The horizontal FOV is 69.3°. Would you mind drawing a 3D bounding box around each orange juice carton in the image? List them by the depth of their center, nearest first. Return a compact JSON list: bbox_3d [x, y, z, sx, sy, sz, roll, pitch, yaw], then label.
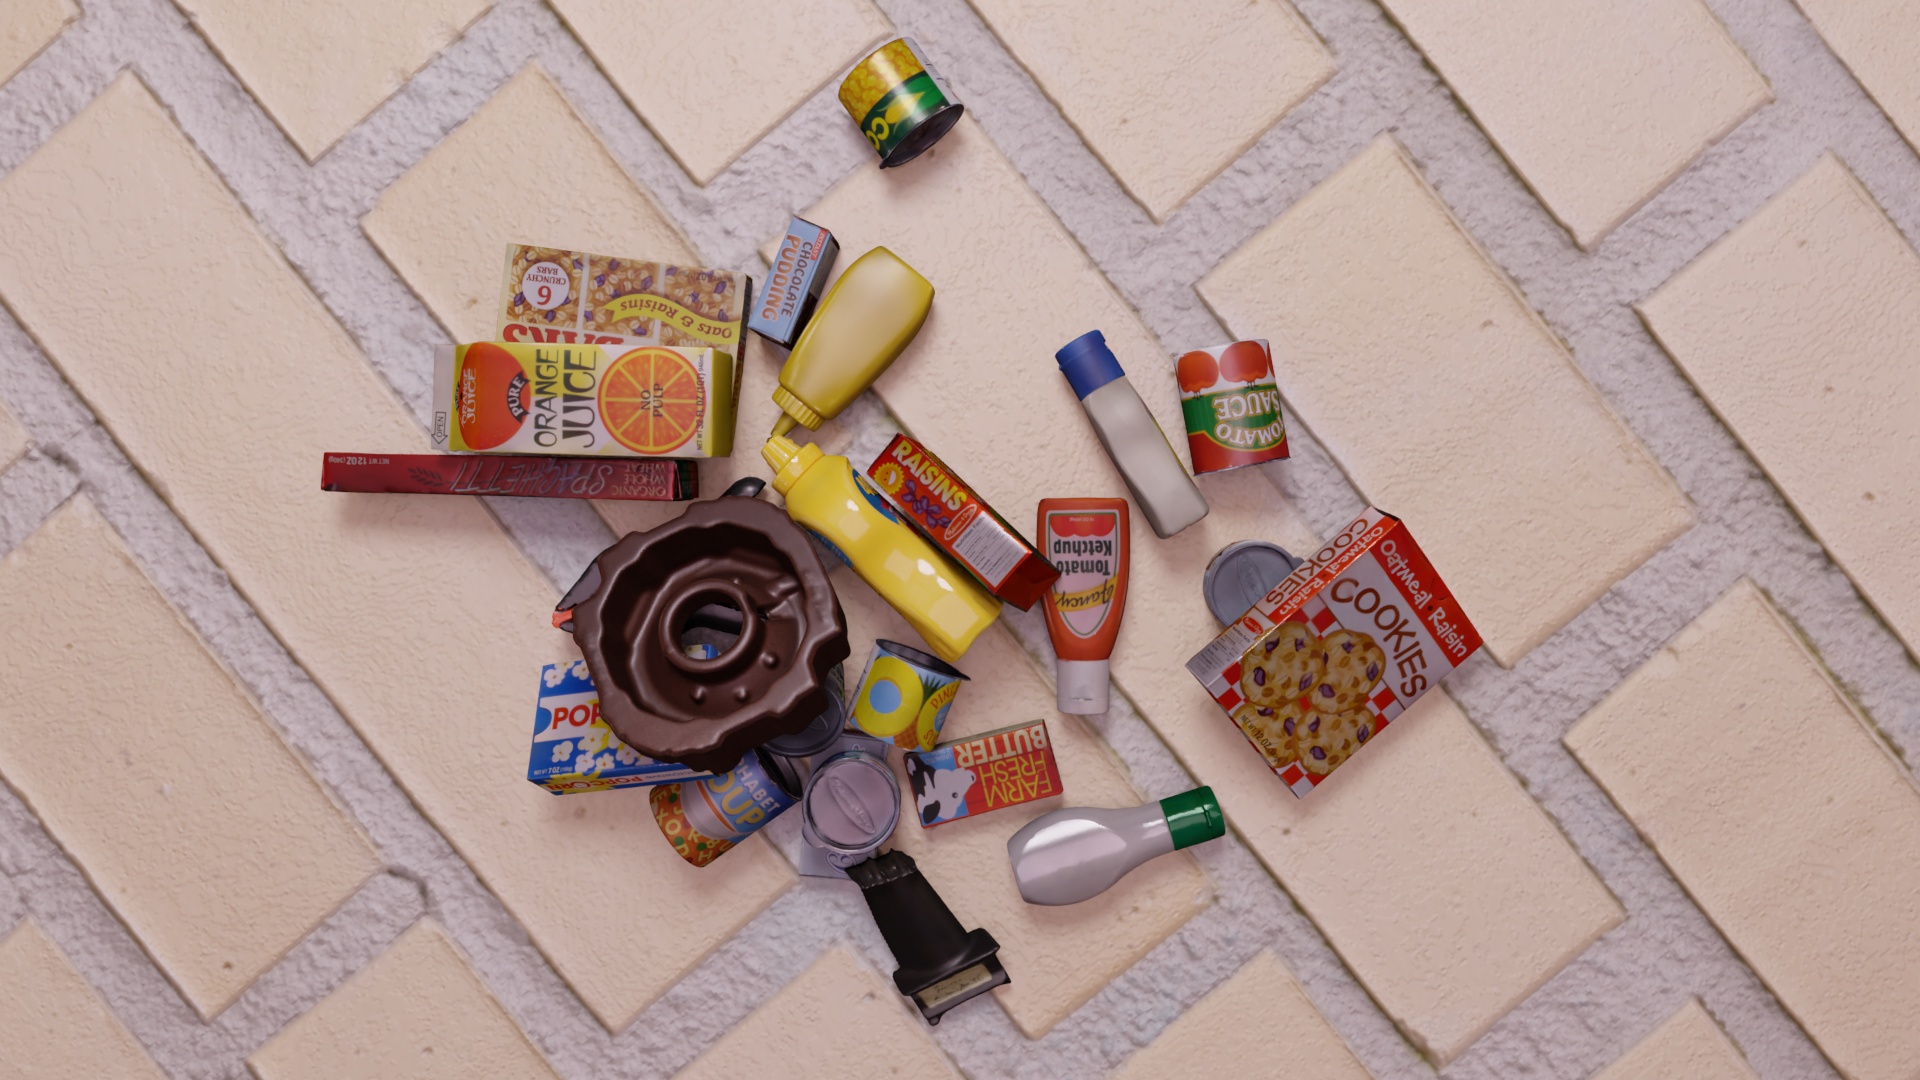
[{"bbox_3d":[-0.250,-0.092,0.907,0.193,0.073,0.071,2,93,1],"label":"orange juice carton"}]

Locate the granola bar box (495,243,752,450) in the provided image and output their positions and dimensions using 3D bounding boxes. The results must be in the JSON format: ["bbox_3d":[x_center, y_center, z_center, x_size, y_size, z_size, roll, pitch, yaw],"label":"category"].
[{"bbox_3d":[-0.234,-0.132,0.962,0.166,0.039,0.124,7,92,0],"label":"granola bar box"}]

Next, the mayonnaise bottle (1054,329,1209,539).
[{"bbox_3d":[0.117,-0.073,0.949,0.041,0.065,0.148,-30,87,6],"label":"mayonnaise bottle"}]

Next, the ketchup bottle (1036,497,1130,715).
[{"bbox_3d":[0.085,0.044,0.960,0.065,0.043,0.148,0,92,5],"label":"ketchup bottle"}]

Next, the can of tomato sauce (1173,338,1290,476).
[{"bbox_3d":[0.185,-0.090,0.942,0.071,0.071,0.083,-10,91,1],"label":"can of tomato sauce"}]

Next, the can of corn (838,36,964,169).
[{"bbox_3d":[-0.043,-0.296,0.942,0.071,0.071,0.058,-36,90,2],"label":"can of corn"}]

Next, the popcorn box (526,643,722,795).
[{"bbox_3d":[-0.222,0.121,0.939,0.127,0.038,0.085,-8,61,12],"label":"popcorn box"}]

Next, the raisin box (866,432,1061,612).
[{"bbox_3d":[0.003,-0.012,0.921,0.123,0.086,0.040,43,94,20],"label":"raisin box"}]

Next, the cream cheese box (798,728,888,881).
[{"bbox_3d":[-0.081,0.185,0.974,0.053,0.024,0.103,6,91,1],"label":"cream cheese box"}]

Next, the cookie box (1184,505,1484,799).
[{"bbox_3d":[0.254,0.077,0.938,0.167,0.040,0.122,-41,114,1],"label":"cookie box"}]

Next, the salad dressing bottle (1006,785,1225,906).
[{"bbox_3d":[0.108,0.209,0.964,0.148,0.044,0.064,-17,89,0],"label":"salad dressing bottle"}]

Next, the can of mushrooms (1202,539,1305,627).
[{"bbox_3d":[0.205,0.031,0.963,0.071,0.033,0.071,0,91,1],"label":"can of mushrooms"}]

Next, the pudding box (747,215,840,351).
[{"bbox_3d":[-0.114,-0.175,0.955,0.030,0.049,0.083,23,92,2],"label":"pudding box"}]

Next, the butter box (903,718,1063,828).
[{"bbox_3d":[0.016,0.163,0.973,0.103,0.024,0.053,-14,90,1],"label":"butter box"}]

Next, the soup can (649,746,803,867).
[{"bbox_3d":[-0.161,0.174,0.952,0.084,0.071,0.071,-35,91,2],"label":"soup can"}]

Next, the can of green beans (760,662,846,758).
[{"bbox_3d":[-0.111,0.105,0.946,0.071,0.058,0.071,-3,117,-5],"label":"can of green beans"}]

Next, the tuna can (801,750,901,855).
[{"bbox_3d":[-0.075,0.179,0.944,0.071,0.033,0.071,0,91,0],"label":"tuna can"}]

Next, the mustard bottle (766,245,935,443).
[{"bbox_3d":[-0.086,-0.125,0.956,0.065,0.049,0.160,40,92,-1],"label":"mustard bottle"}]

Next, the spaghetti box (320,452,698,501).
[{"bbox_3d":[-0.306,-0.044,0.951,0.250,0.050,0.028,1,92,5],"label":"spaghetti box"}]

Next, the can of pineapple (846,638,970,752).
[{"bbox_3d":[-0.037,0.107,0.951,0.071,0.071,0.058,23,93,0],"label":"can of pineapple"}]
